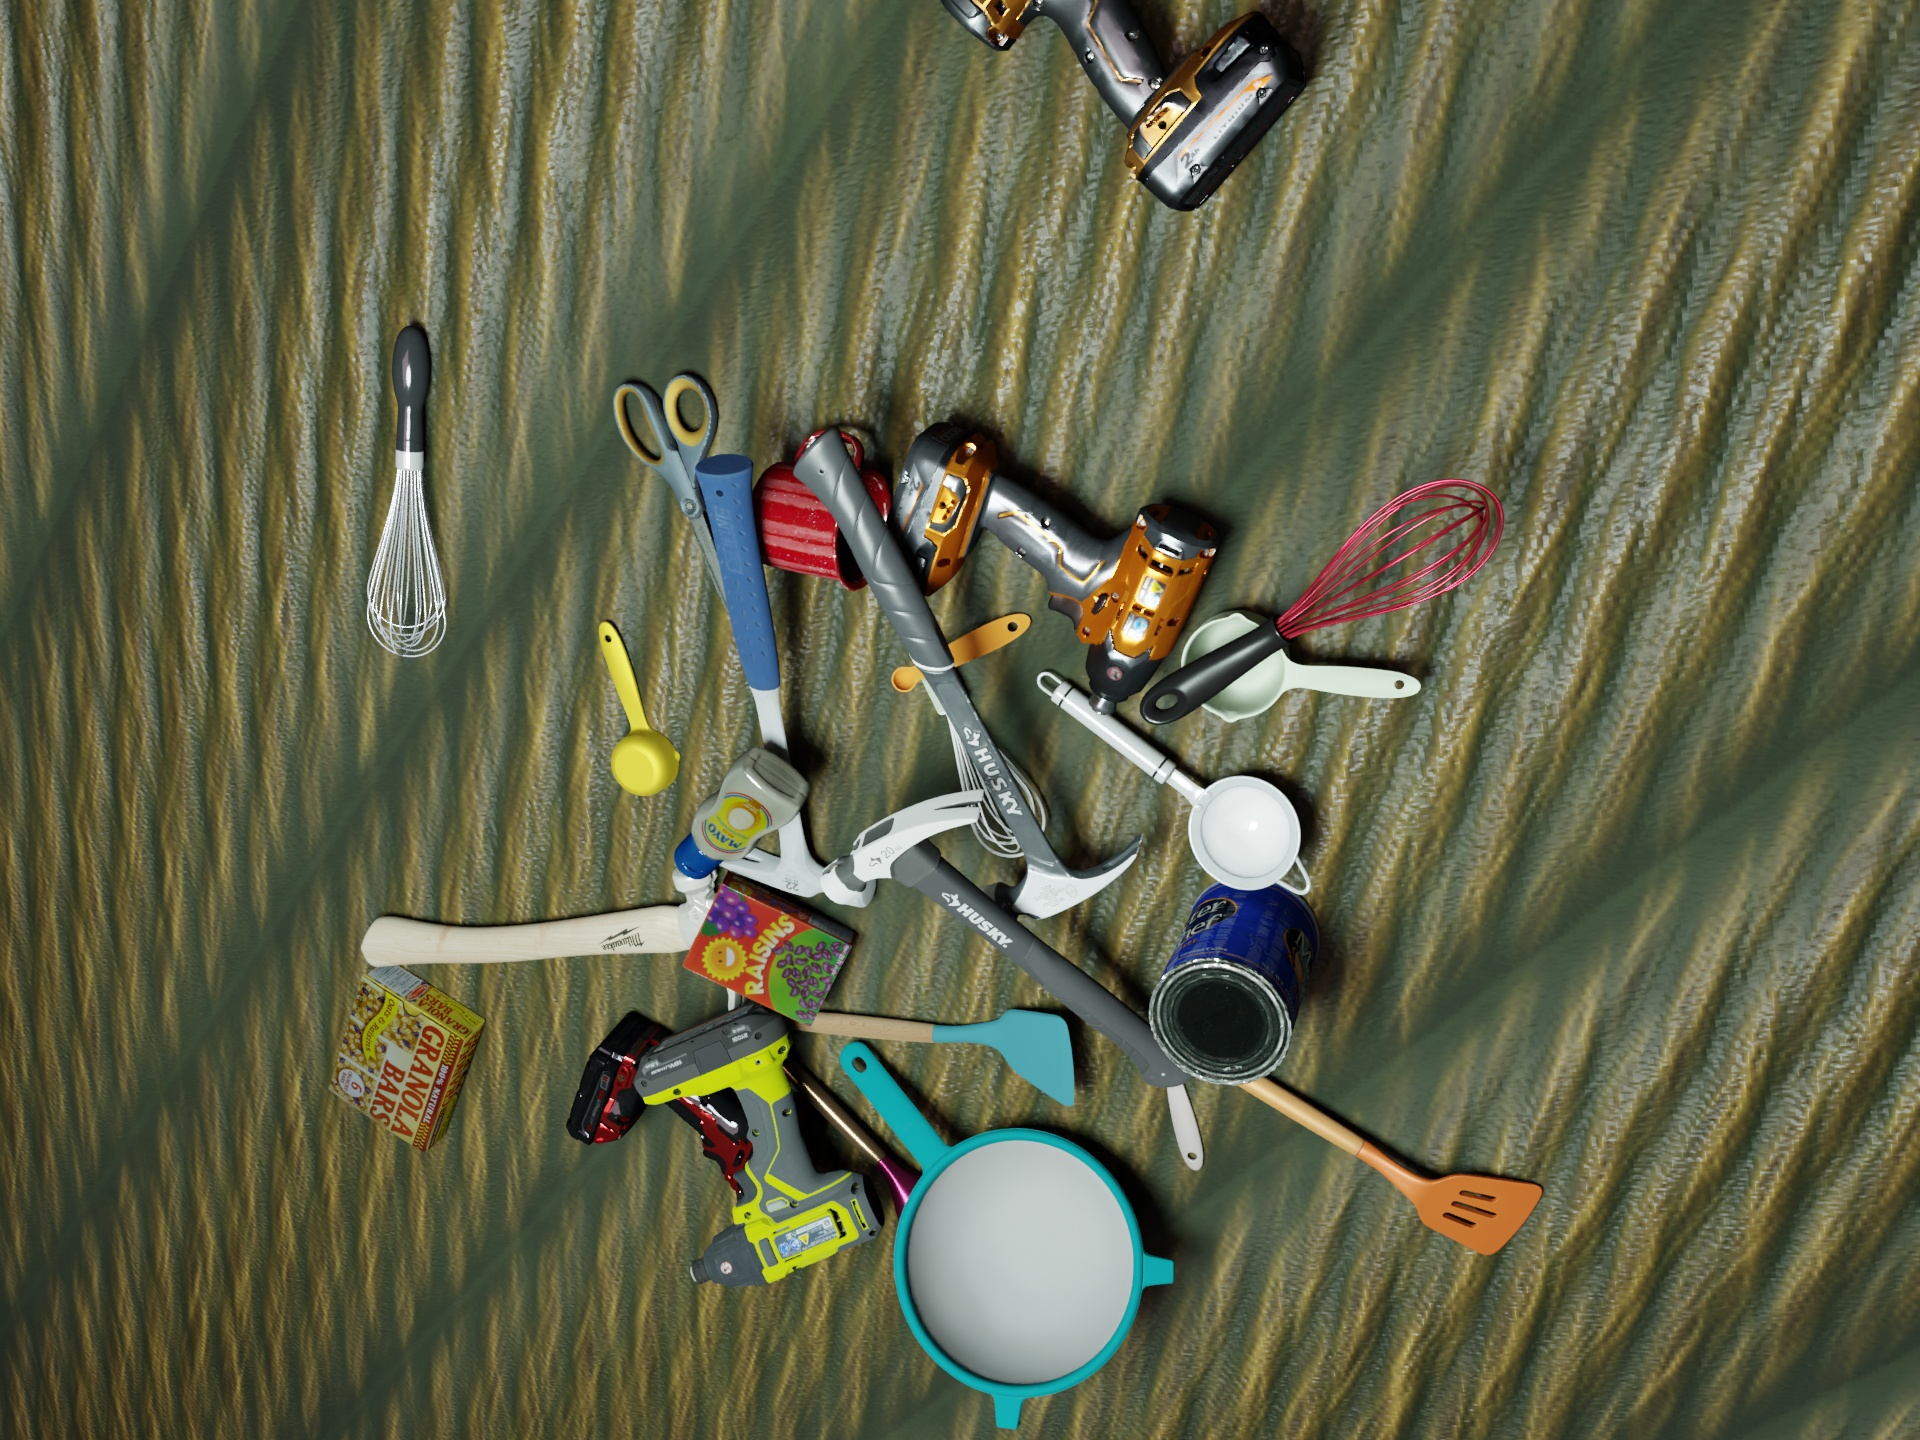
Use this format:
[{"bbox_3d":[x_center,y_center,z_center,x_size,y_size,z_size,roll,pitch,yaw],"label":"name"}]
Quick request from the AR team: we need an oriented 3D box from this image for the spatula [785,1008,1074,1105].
[{"bbox_3d":[-0.050,0.271,1.367,0.317,0.044,0.082,1,109,20],"label":"spatula"}]

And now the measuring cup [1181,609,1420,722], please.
[{"bbox_3d":[0.244,-0.038,1.141,0.167,0.038,0.083,7,112,17],"label":"measuring cup"}]

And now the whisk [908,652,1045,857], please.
[{"bbox_3d":[-0.002,-0.004,1.248,0.059,0.058,0.246,-27,97,-7],"label":"whisk"}]

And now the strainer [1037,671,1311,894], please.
[{"bbox_3d":[0.162,0.041,1.202,0.258,0.050,0.087,38,113,10],"label":"strainer"}]

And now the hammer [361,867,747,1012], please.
[{"bbox_3d":[-0.387,0.213,1.482,0.411,0.038,0.146,-6,109,24],"label":"hammer"}]

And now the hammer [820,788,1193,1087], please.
[{"bbox_3d":[0.062,0.180,1.219,0.334,0.035,0.146,40,123,-19],"label":"hammer"}]

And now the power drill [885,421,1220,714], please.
[{"bbox_3d":[0.057,-0.107,1.164,0.226,0.084,0.164,24,119,7],"label":"power drill"}]

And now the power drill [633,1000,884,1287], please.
[{"bbox_3d":[-0.186,0.370,1.373,0.171,0.080,0.223,-23,91,3],"label":"power drill"}]

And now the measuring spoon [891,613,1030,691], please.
[{"bbox_3d":[0.001,-0.052,1.220,0.117,0.011,0.021,-26,82,-1],"label":"measuring spoon"}]

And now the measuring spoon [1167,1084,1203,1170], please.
[{"bbox_3d":[0.180,0.322,1.314,0.034,0.018,0.124,-9,107,24],"label":"measuring spoon"}]

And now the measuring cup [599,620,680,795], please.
[{"bbox_3d":[-0.287,-0.008,1.360,0.062,0.029,0.156,-7,109,23],"label":"measuring cup"}]

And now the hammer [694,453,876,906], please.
[{"bbox_3d":[-0.158,-0.020,1.249,0.144,0.035,0.405,9,128,19],"label":"hammer"}]

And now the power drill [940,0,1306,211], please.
[{"bbox_3d":[0.117,-0.462,1.005,0.226,0.084,0.185,46,117,4],"label":"power drill"}]

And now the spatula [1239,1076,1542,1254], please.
[{"bbox_3d":[0.298,0.323,1.268,0.323,0.041,0.081,30,118,12],"label":"spatula"}]

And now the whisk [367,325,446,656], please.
[{"bbox_3d":[-0.467,-0.190,1.349,0.070,0.070,0.284,13,109,16],"label":"whisk"}]

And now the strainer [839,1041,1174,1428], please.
[{"bbox_3d":[0.016,0.414,1.375,0.211,0.095,0.341,-43,67,-1],"label":"strainer"}]

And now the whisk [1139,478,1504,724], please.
[{"bbox_3d":[0.235,-0.071,1.079,0.296,0.073,0.073,-34,95,34],"label":"whisk"}]

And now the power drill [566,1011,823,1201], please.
[{"bbox_3d":[-0.243,0.377,1.469,0.220,0.078,0.143,26,117,7],"label":"power drill"}]

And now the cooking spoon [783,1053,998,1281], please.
[{"bbox_3d":[-0.090,0.375,1.423,0.319,0.069,0.017,43,149,7],"label":"cooking spoon"}]

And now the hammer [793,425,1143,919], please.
[{"bbox_3d":[-0.006,-0.027,1.161,0.149,0.036,0.408,-19,111,25],"label":"hammer"}]
